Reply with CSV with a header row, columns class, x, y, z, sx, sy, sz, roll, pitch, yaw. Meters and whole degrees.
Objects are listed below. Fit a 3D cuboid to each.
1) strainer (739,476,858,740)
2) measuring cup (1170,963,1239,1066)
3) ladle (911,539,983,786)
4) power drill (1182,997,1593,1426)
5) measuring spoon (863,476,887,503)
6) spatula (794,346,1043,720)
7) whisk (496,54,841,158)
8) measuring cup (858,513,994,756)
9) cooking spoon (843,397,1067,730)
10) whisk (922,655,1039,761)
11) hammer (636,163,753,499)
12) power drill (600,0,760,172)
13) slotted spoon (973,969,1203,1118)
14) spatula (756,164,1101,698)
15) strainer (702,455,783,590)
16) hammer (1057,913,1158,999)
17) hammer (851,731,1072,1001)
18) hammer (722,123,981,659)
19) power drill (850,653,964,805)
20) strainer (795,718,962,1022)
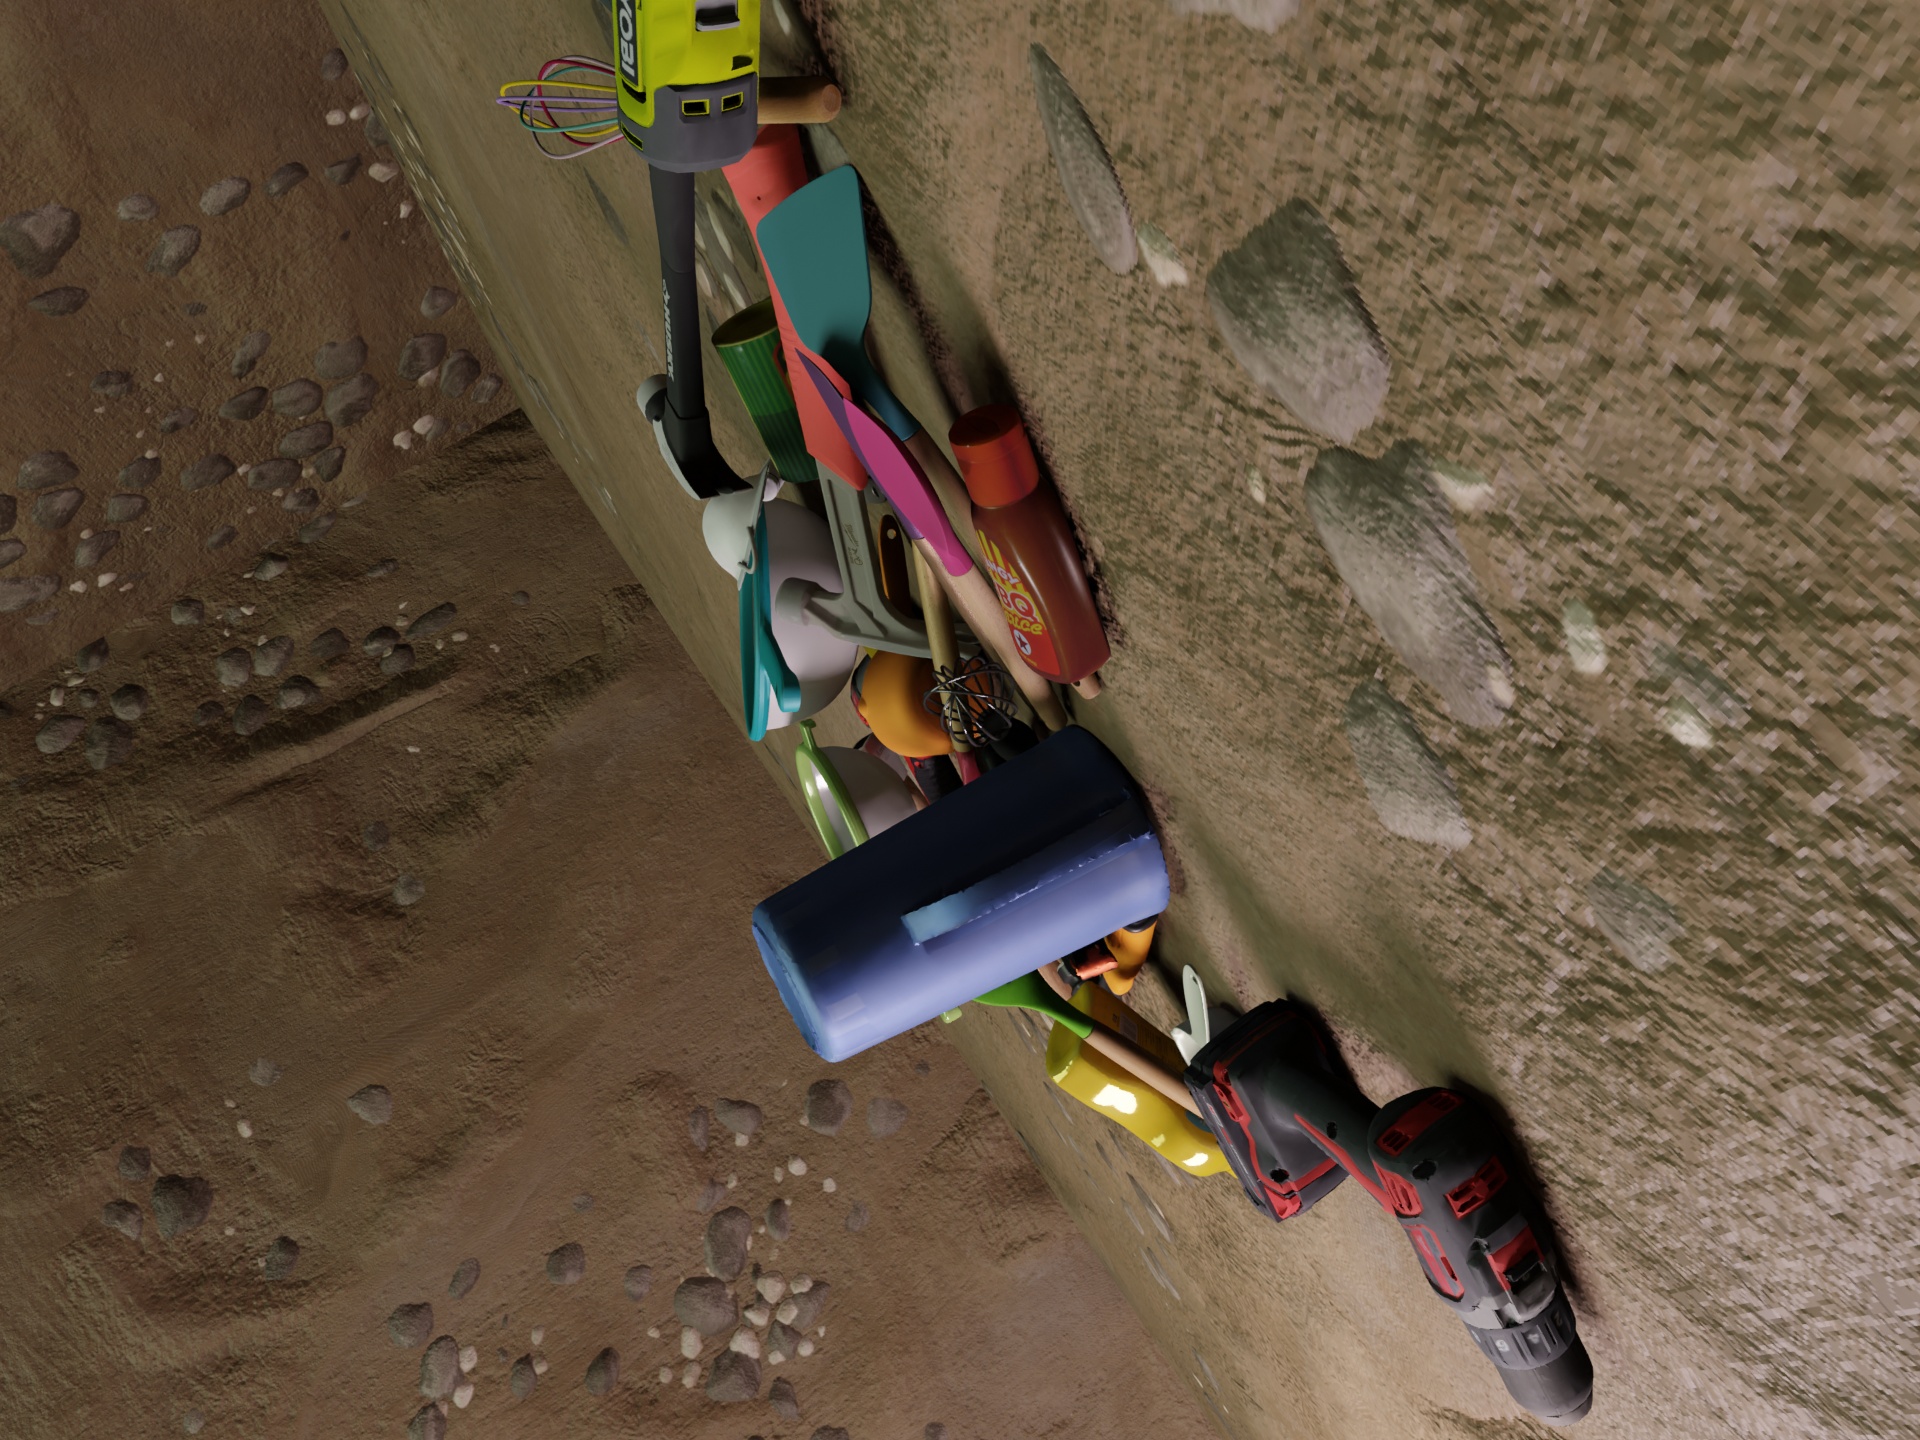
class,x,y,z,sx,sy,sz,roll,pitch,yaw
strainer,-0.117,-0.070,1.251,0.341,0.095,0.211,-124,35,-68
measuring cup,0.170,0.198,1.030,0.083,0.038,0.167,48,163,41
ladle,-0.002,-0.003,1.050,0.031,0.069,0.315,10,137,21
power drill,0.230,0.255,0.842,0.187,0.080,0.227,61,165,-16
measuring spoon,-0.077,-0.163,1.151,0.034,0.018,0.124,61,167,-15
spatula,-0.010,-0.092,0.917,0.060,0.018,0.315,49,177,44
whisk,-0.153,-0.319,0.822,0.245,0.051,0.047,16,146,36
measuring cup,-0.026,-0.060,1.109,0.052,0.095,0.173,0,101,55
cooking spoon,0.008,-0.072,0.877,0.069,0.017,0.318,45,175,35
whisk,0.024,0.001,1.012,0.055,0.055,0.238,55,-176,15
hammer,-0.166,-0.283,0.935,0.334,0.035,0.146,95,151,-44
power drill,-0.160,-0.385,0.722,0.229,0.080,0.190,49,147,34
slotted spoon,0.109,0.222,1.088,0.313,0.070,0.031,35,131,-12
spatula,-0.006,-0.141,0.864,0.082,0.044,0.317,-15,119,44
strainer,-0.142,-0.162,1.129,0.259,0.050,0.086,-78,6,-63
hammer,0.125,0.196,1.217,0.127,0.034,0.336,54,168,20
hammer,0.011,0.141,1.439,0.331,0.031,0.130,52,-146,-18
hammer,-0.071,-0.181,0.953,0.149,0.037,0.358,12,139,20
power drill,-0.019,0.038,1.310,0.220,0.078,0.143,59,168,7
strainer,-0.046,0.115,1.247,0.257,0.069,0.151,57,163,25
